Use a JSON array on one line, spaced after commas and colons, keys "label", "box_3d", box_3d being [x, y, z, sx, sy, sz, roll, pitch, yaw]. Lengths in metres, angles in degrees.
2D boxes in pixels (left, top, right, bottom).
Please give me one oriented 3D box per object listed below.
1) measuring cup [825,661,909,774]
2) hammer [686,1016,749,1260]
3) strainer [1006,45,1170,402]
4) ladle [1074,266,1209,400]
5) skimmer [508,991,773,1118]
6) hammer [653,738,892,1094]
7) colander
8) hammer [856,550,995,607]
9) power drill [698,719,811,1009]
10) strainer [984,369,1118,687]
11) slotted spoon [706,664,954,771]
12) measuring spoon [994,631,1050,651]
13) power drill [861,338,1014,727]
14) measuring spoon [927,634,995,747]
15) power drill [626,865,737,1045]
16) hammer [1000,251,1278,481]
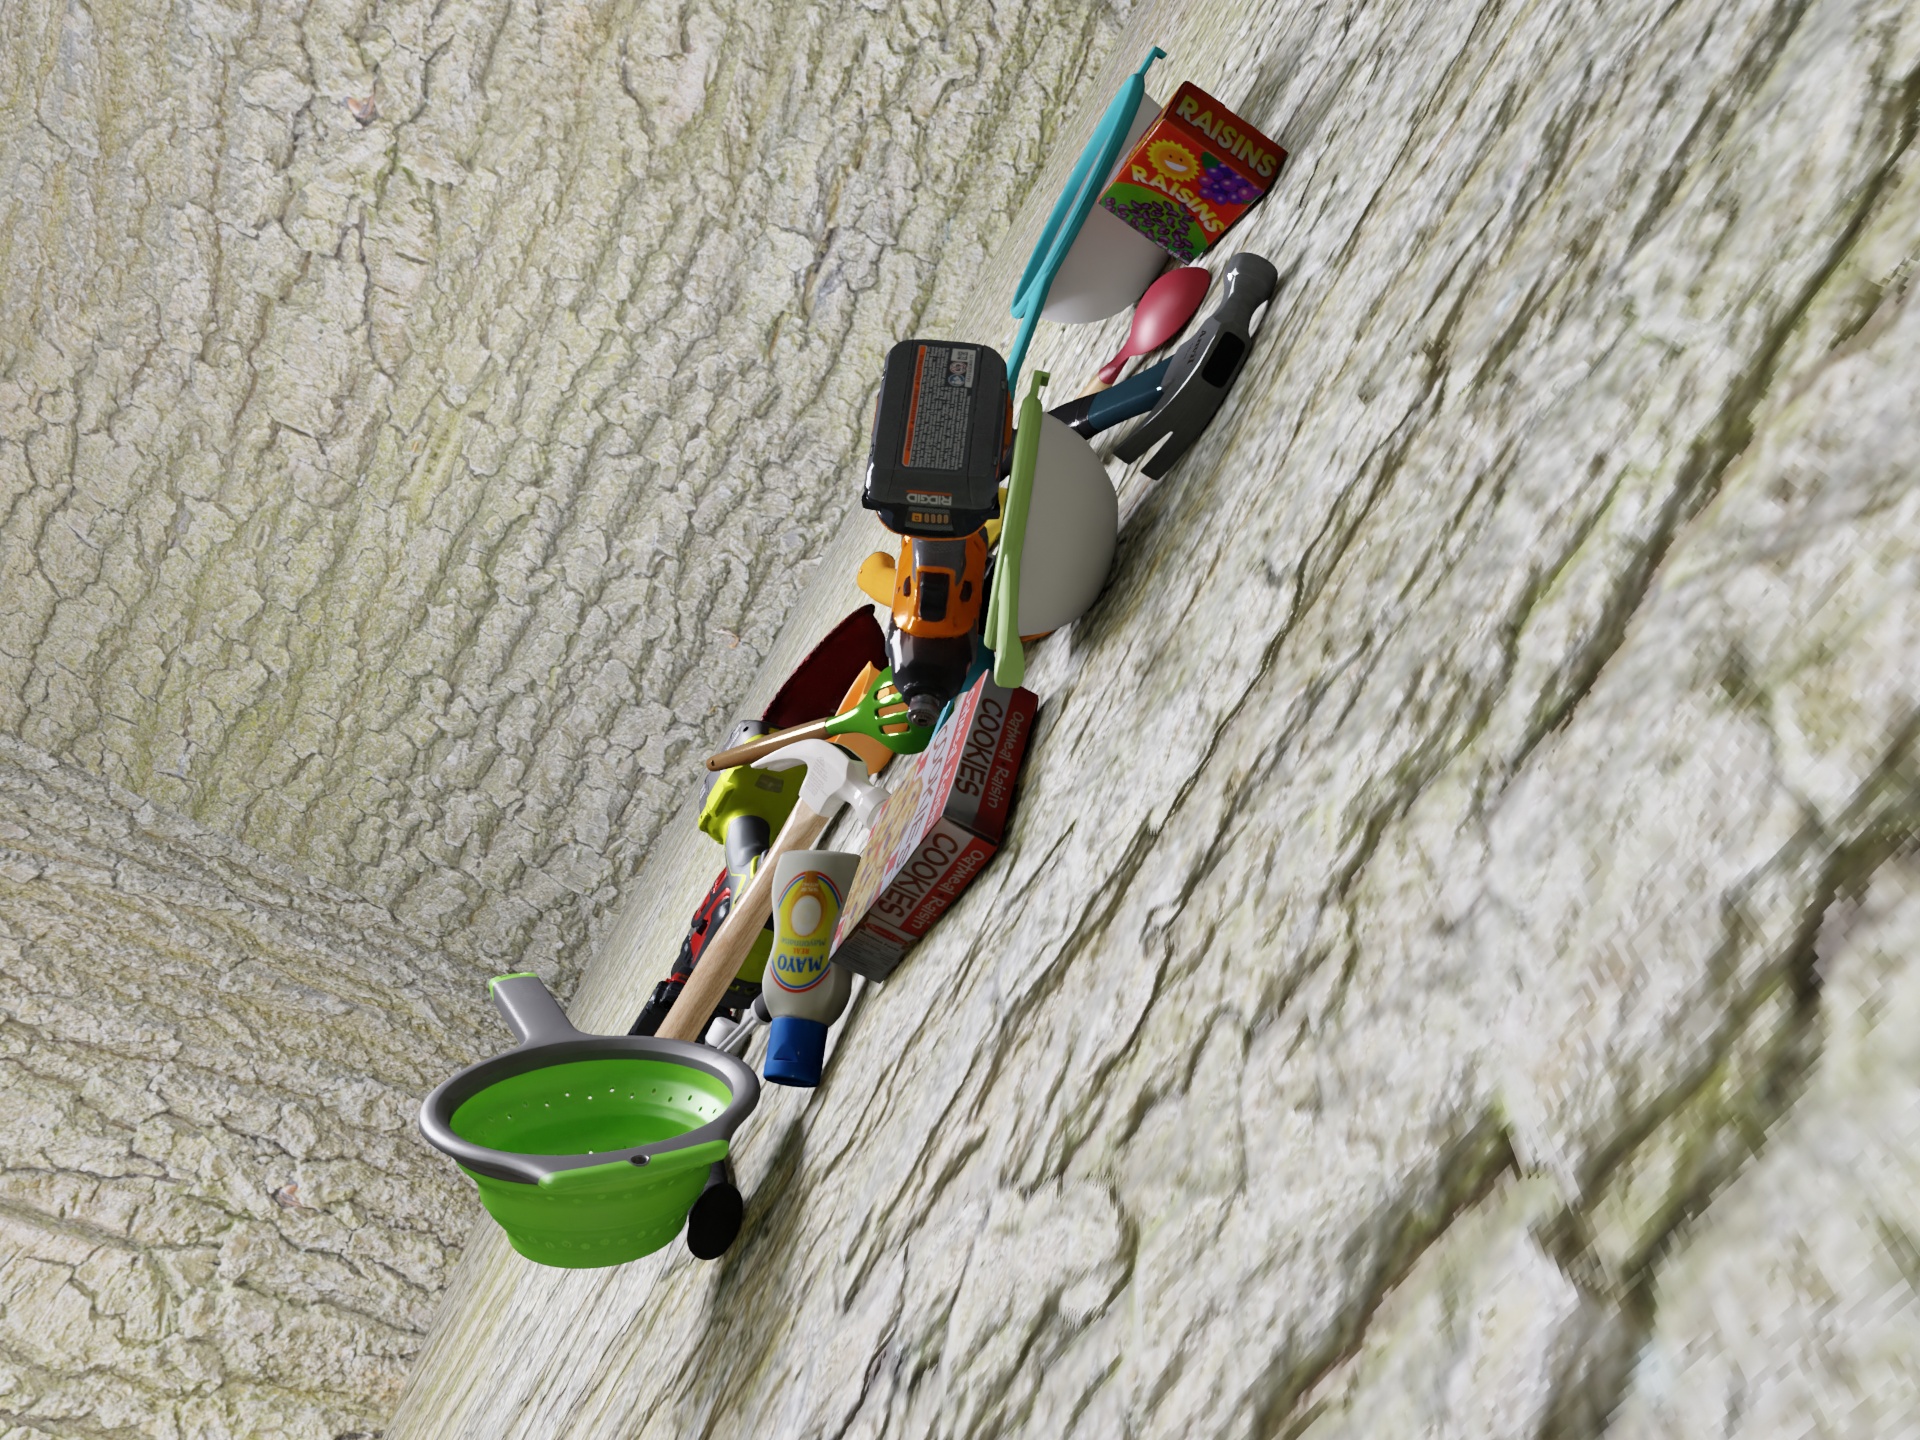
[{"label": "measuring cup", "box_3d": [-0.063, -0.001, 1.311, 0.095, 0.052, 0.173, -65, 14, -12]}, {"label": "hammer", "box_3d": [-0.190, 0.320, 1.156, 0.146, 0.035, 0.335, -62, 11, -4]}, {"label": "strainer", "box_3d": [0.109, -0.351, 1.260, 0.211, 0.095, 0.341, -49, 19, 59]}, {"label": "ladle", "box_3d": [0.104, -0.252, 1.222, 0.069, 0.031, 0.315, -68, 11, -25]}, {"label": "skimmer", "box_3d": [-0.198, 0.230, 1.114, 0.363, 0.090, 0.127, -45, 33, 24]}, {"label": "hammer", "box_3d": [-0.172, 0.159, 1.246, 0.130, 0.031, 0.331, 42, 106, 37]}, {"label": "colander", "box_3d": [-0.261, 0.261, 1.056, 0.397, 0.204, 0.094, 18, 110, 63]}, {"label": "hammer", "box_3d": [-0.043, -0.098, 1.354, 0.127, 0.034, 0.337, -66, 18, 4]}, {"label": "power drill", "box_3d": [-0.168, 0.111, 1.364, 0.171, 0.080, 0.223, -56, 29, 33]}, {"label": "strainer", "box_3d": [0.054, -0.085, 0.894, 0.257, 0.069, 0.151, -84, 3, -59]}, {"label": "slotted spoon", "box_3d": [-0.117, 0.012, 1.272, 0.314, 0.031, 0.070, -15, 84, 48]}, {"label": "measuring spoon", "box_3d": [0.047, -0.058, 1.057, 0.021, 0.011, 0.117, -65, 15, -12]}, {"label": "power drill", "box_3d": [-0.015, -0.110, 1.011, 0.226, 0.084, 0.164, 92, -176, -59]}, {"label": "measuring spoon", "box_3d": [-0.002, -0.004, 1.140, 0.042, 0.021, 0.128, -80, 12, -59]}, {"label": "power drill", "box_3d": [-0.250, 0.250, 1.502, 0.187, 0.080, 0.227, -55, 10, 32]}, {"label": "hammer", "box_3d": [0.088, -0.202, 1.045, 0.128, 0.033, 0.331, -65, 19, -11]}]
